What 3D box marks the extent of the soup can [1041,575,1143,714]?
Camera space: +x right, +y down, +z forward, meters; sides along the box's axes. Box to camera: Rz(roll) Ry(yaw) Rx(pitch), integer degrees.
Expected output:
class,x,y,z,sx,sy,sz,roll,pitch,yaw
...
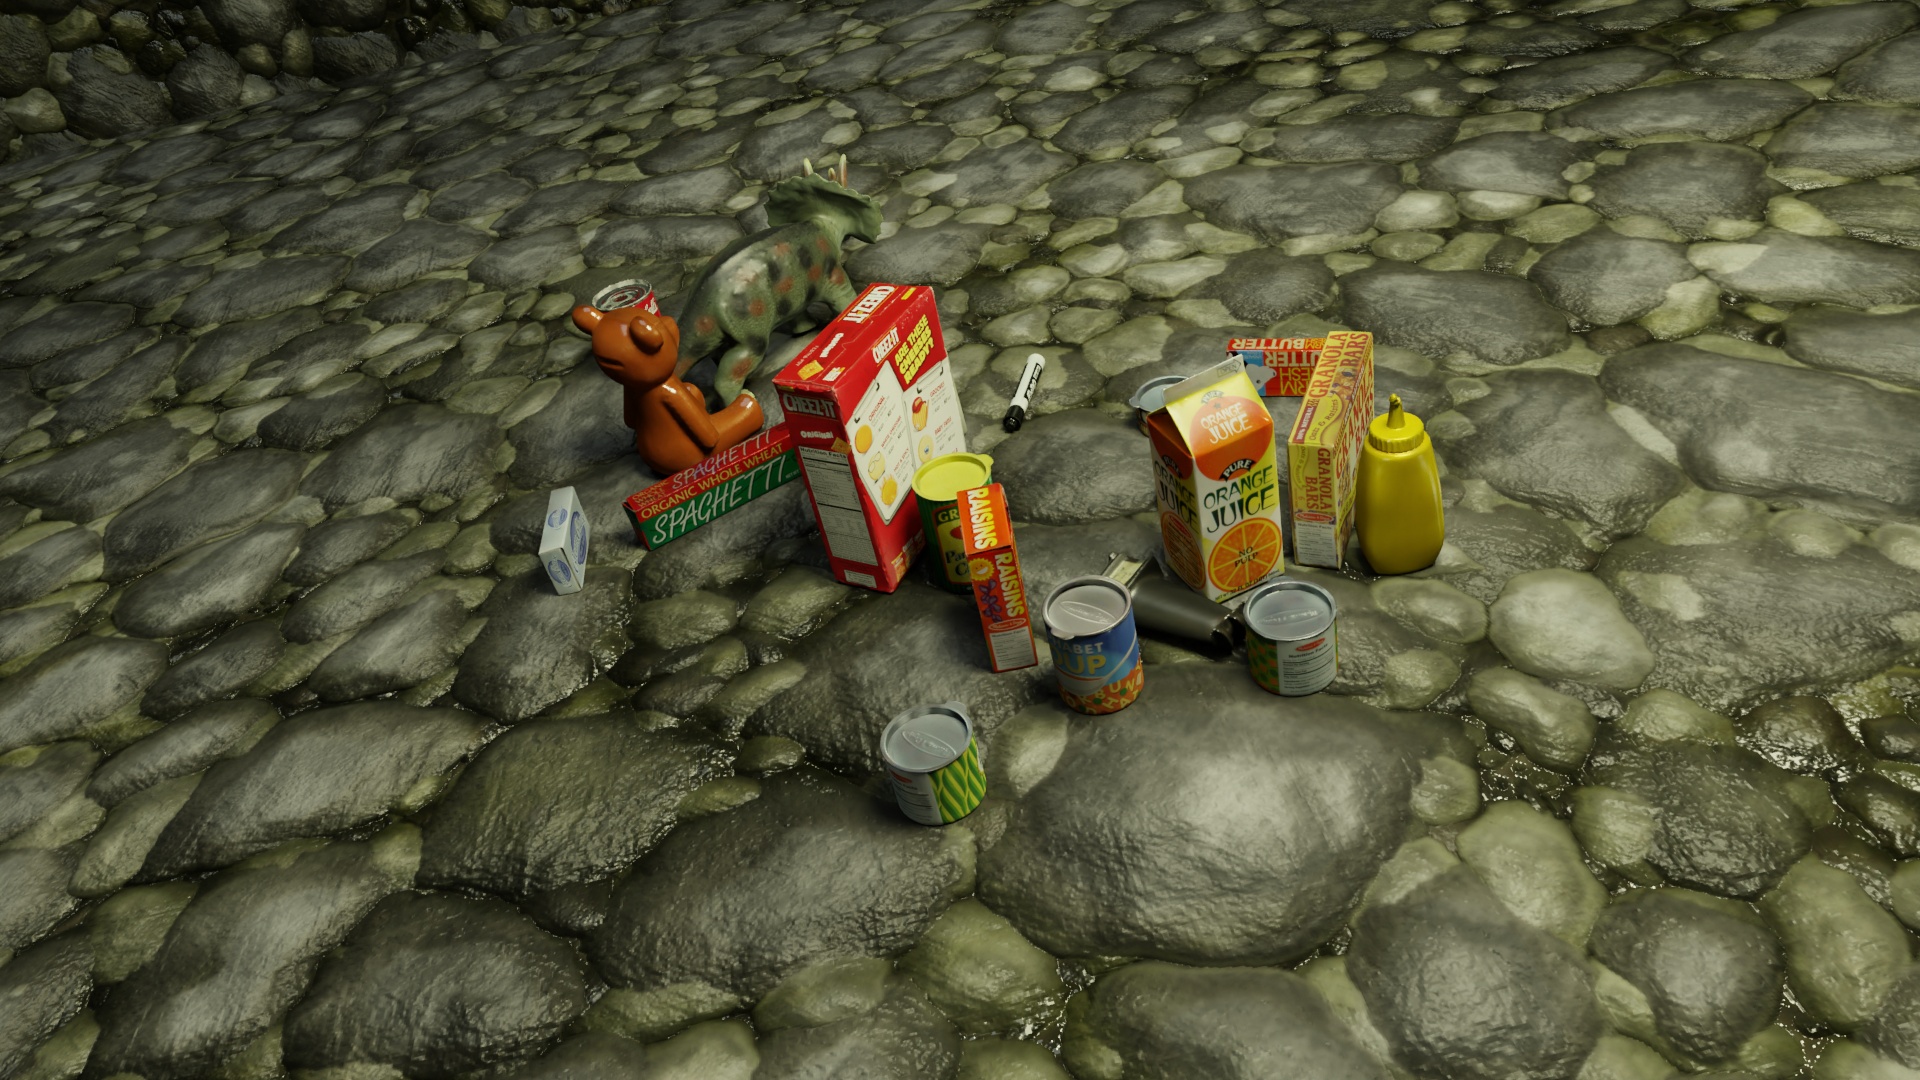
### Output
class,x,y,z,sx,sy,sz,roll,pitch,yaw
soup can,0.097,0.080,1.033,0.071,0.083,0.072,-9,37,7

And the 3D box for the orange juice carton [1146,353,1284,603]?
class,x,y,z,sx,sy,sz,roll,pitch,yaw
orange juice carton,0.197,-0.050,1.081,0.072,0.191,0.073,-23,37,-13

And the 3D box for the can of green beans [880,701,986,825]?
class,x,y,z,sx,sy,sz,roll,pitch,yaw
can of green beans,-0.018,0.159,0.987,0.071,0.057,0.071,-9,37,7

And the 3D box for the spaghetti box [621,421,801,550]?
class,x,y,z,sx,sy,sz,roll,pitch,yaw
spaghetti box,-0.205,-0.069,1.352,0.251,0.050,0.029,-29,39,-19

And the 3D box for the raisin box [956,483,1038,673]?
class,x,y,z,sx,sy,sz,roll,pitch,yaw
raisin box,0.029,0.029,1.087,0.040,0.122,0.086,-12,37,3

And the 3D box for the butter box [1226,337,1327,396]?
class,x,y,z,sx,sy,sz,roll,pitch,yaw
butter box,0.305,-0.163,1.311,0.103,0.053,0.024,2,39,20

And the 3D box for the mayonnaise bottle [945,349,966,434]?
class,x,y,z,sx,sy,sz,roll,pitch,yaw
mayonnaise bottle,-0.033,-0.167,1.344,0.041,0.147,0.065,-28,39,-18

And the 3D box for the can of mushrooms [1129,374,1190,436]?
class,x,y,z,sx,sy,sz,roll,pitch,yaw
can of mushrooms,0.196,-0.125,1.312,0.071,0.033,0.071,-9,37,7

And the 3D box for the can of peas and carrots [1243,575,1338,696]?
class,x,y,z,sx,sy,sz,roll,pitch,yaw
can of peas and carrots,0.243,0.070,1.020,0.071,0.058,0.071,-9,37,7

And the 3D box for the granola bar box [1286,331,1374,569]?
class,x,y,z,sx,sy,sz,roll,pitch,yaw
granola bar box,0.305,-0.076,1.138,0.039,0.123,0.166,6,41,24

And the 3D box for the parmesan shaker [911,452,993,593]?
class,x,y,z,sx,sy,sz,roll,pitch,yaw
parmesan shaker,0.004,-0.015,1.170,0.071,0.102,0.072,-9,37,7

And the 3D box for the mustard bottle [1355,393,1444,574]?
class,x,y,z,sx,sy,sz,roll,pitch,yaw
mustard bottle,0.335,-0.048,1.061,0.065,0.159,0.049,-10,37,5

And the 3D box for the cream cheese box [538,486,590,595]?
class,x,y,z,sx,sy,sz,roll,pitch,yaw
cream cheese box,-0.372,0.000,1.312,0.024,0.053,0.104,-13,37,1
